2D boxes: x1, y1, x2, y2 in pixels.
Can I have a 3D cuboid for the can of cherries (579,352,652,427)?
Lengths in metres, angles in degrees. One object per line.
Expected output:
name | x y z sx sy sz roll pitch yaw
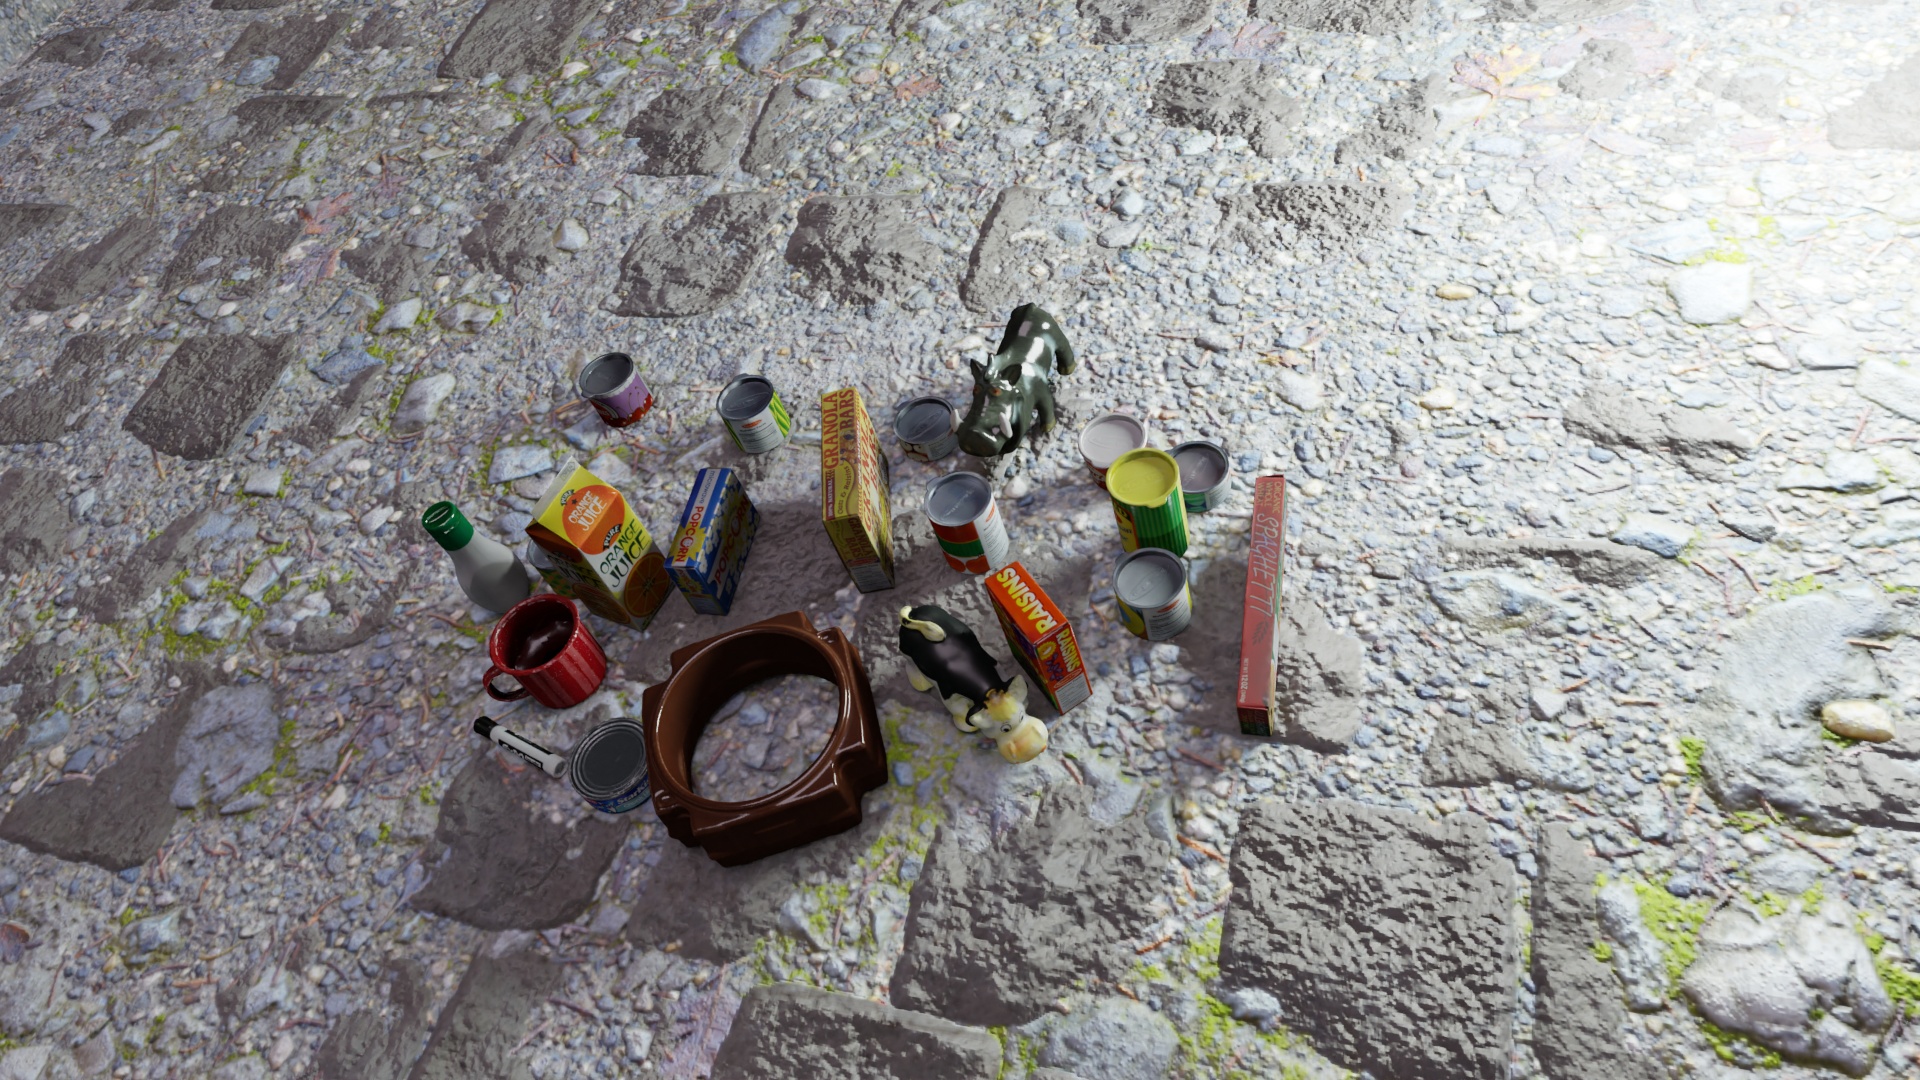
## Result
can of cherries | -0.396 -0.171 1.594 0.071 0.058 0.072 -8 52 11

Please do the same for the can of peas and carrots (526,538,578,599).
can of peas and carrots | -0.408 0.020 1.452 0.071 0.058 0.071 -8 52 11

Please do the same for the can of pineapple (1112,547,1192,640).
can of pineapple | 0.174 0.048 1.261 0.071 0.057 0.071 -8 52 11

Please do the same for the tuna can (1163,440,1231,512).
tuna can | 0.226 -0.063 1.346 0.071 0.032 0.071 -8 52 11

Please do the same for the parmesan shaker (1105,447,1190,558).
parmesan shaker | 0.176 -0.026 1.288 0.071 0.102 0.071 -8 52 11

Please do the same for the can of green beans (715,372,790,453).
can of green beans | -0.226 -0.138 1.519 0.071 0.057 0.071 -8 52 11

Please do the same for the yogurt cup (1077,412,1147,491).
yogurt cup | 0.153 -0.085 1.370 0.072 0.053 0.073 -8 52 11

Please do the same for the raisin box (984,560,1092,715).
raisin box | 0.068 0.086 1.220 0.040 0.123 0.086 -32 52 -8

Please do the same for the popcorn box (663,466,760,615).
popcorn box | -0.249 0.000 1.403 0.038 0.085 0.127 1 54 17

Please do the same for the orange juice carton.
orange juice carton | -0.358 0.003 1.364 0.073 0.191 0.072 16 60 26

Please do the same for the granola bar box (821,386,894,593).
granola bar box | -0.103 -0.049 1.373 0.039 0.123 0.166 -12 52 8

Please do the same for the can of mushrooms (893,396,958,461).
can of mushrooms | -0.037 -0.119 1.465 0.071 0.033 0.071 -8 52 11

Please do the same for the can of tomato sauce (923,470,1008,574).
can of tomato sauce | 0.005 -0.017 1.343 0.071 0.082 0.071 -8 52 11

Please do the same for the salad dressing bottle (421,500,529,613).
salad dressing bottle | -0.497 0.017 1.423 0.064 0.147 0.044 -37 53 -12

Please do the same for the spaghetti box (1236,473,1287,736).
spaghetti box | 0.270 0.052 1.234 0.028 0.050 0.251 1 54 17
